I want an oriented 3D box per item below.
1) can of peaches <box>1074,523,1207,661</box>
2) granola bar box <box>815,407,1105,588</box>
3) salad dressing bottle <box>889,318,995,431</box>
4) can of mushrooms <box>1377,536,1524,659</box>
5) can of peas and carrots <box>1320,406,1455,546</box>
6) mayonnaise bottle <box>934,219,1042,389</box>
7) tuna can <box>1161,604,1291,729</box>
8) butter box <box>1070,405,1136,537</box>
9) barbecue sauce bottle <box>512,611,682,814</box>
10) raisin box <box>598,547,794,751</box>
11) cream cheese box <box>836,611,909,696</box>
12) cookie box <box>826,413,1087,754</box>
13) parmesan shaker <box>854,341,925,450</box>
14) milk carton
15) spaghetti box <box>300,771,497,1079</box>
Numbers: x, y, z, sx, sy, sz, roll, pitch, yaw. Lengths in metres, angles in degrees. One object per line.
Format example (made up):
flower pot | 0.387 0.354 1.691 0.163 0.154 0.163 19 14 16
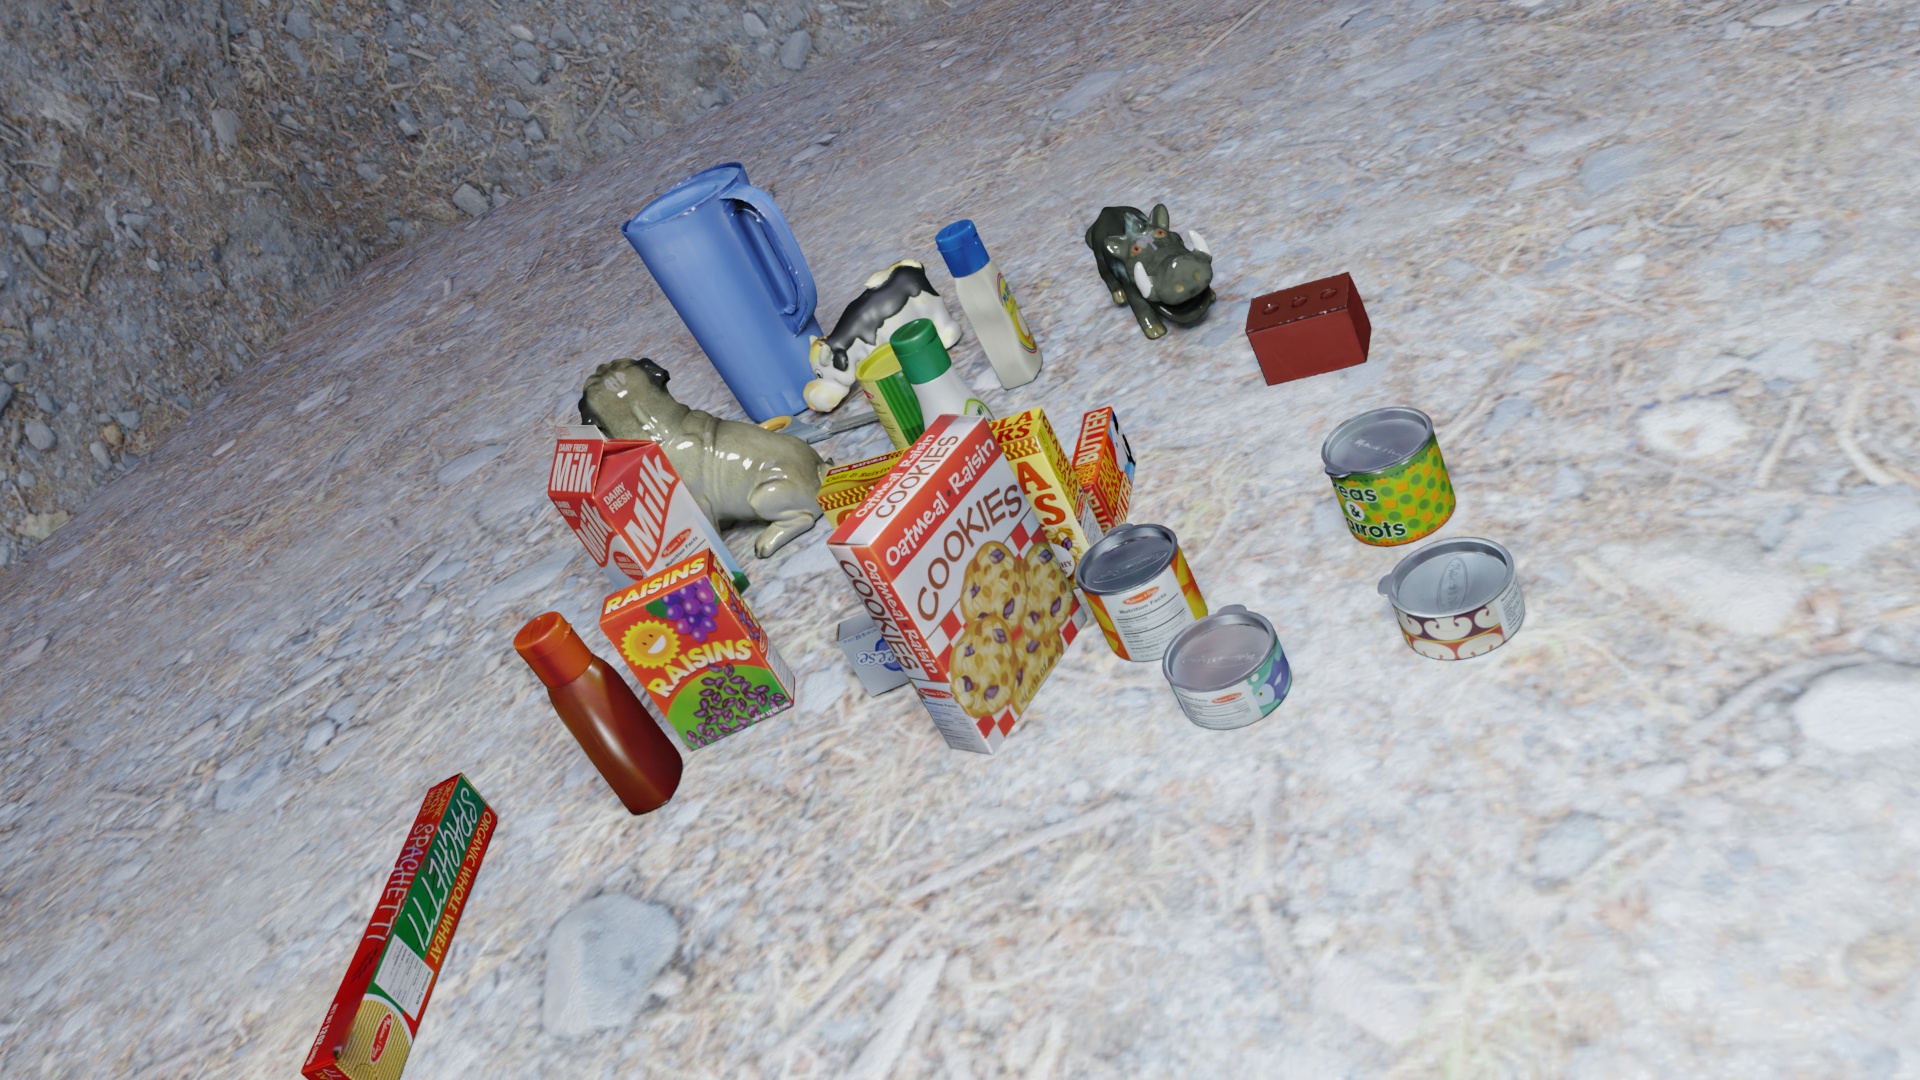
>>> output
can of peaches | 0.111 0.031 0.852 0.071 0.058 0.071 -21 30 13
granola bar box | 0.003 -0.012 0.945 0.165 0.123 0.039 -14 32 24
salad dressing bottle | -0.008 -0.100 1.072 0.044 0.147 0.064 -4 37 37
can of mushrooms | 0.264 0.031 0.746 0.071 0.033 0.071 -21 30 13
can of peas and carrots | 0.256 -0.037 0.835 0.071 0.058 0.071 -21 30 13
mayonnaise bottle | 0.025 -0.208 1.214 0.041 0.147 0.065 -17 31 21
tuna can | 0.150 0.071 0.781 0.071 0.032 0.071 -21 30 13
butter box | 0.101 -0.046 0.989 0.024 0.053 0.104 -15 32 24
barbecue sauce bottle | -0.243 0.113 0.934 0.043 0.148 0.065 -24 29 8
raisin box | -0.181 0.077 0.964 0.086 0.123 0.040 -24 29 8
cream cheese box | -0.025 0.062 0.925 0.104 0.053 0.024 -23 29 11
cookie box | 0.002 0.026 0.842 0.040 0.167 0.123 1 40 42
parmesan shaker | -0.036 -0.111 1.160 0.071 0.102 0.071 -21 30 13
milk carton | -0.257 -0.016 1.108 0.072 0.190 0.074 4 42 45
spaghetti box | -0.359 0.255 0.911 0.028 0.050 0.251 -22 29 12
